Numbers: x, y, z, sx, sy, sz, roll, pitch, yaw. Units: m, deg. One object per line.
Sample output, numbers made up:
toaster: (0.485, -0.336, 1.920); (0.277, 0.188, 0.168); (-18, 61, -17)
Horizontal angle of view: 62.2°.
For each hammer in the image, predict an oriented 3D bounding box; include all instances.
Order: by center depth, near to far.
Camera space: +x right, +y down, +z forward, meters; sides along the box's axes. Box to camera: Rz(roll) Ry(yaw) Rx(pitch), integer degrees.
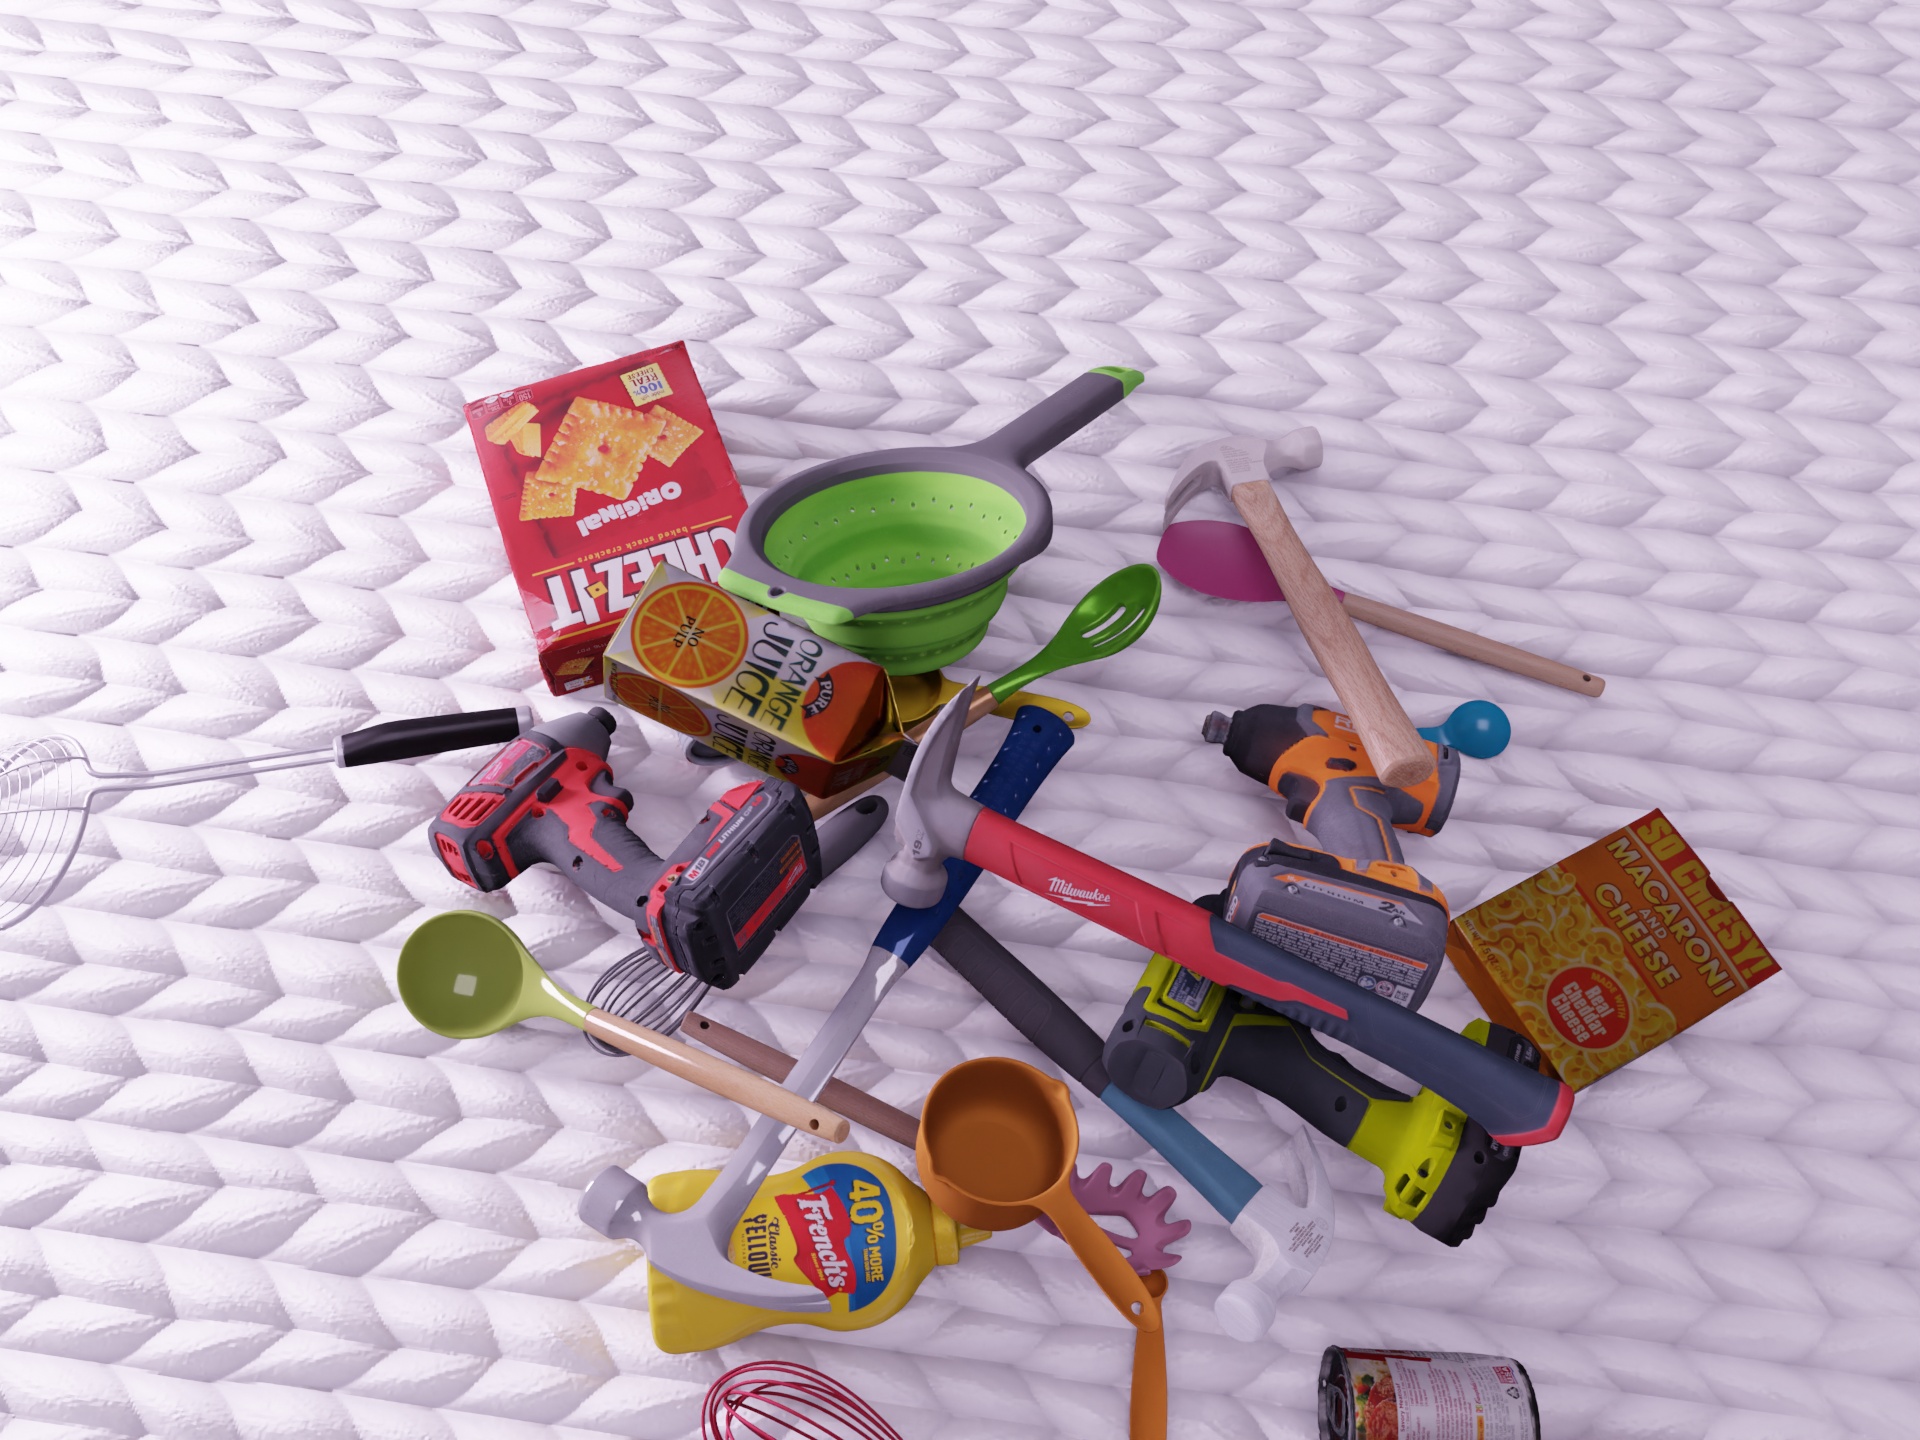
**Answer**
hammer: (0.144, 0.111, 0.854); (0.386, 0.143, 0.038); (25, 29, 13)
hammer: (-0.042, 0.150, 0.927); (0.144, 0.035, 0.406); (25, 60, 19)
hammer: (0.080, 0.205, 0.938); (0.331, 0.033, 0.128); (40, 42, 22)
hammer: (0.228, -0.083, 1.054); (0.130, 0.031, 0.332); (-11, 47, -6)

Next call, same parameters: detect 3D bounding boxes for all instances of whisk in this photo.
whisk: (-0.003, 0.423, 0.837); (0.296, 0.073, 0.073); (26, 66, 4)
whisk: (-0.135, 0.121, 0.987); (0.239, 0.055, 0.055); (-39, 71, -23)

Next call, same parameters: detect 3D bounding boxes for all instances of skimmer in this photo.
skimmer: (-0.458, 0.046, 1.019); (0.363, 0.090, 0.127); (-10, 57, -18)

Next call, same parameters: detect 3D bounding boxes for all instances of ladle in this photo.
ladle: (-0.195, 0.176, 0.884); (0.320, 0.062, 0.078); (14, 94, 34)

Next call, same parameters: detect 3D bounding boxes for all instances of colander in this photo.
colander: (0.010, -0.135, 1.093); (0.205, 0.094, 0.397); (20, 43, 33)

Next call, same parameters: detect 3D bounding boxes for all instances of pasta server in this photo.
pasta server: (-0.019, 0.239, 0.923); (0.316, 0.040, 0.060); (25, 50, 5)

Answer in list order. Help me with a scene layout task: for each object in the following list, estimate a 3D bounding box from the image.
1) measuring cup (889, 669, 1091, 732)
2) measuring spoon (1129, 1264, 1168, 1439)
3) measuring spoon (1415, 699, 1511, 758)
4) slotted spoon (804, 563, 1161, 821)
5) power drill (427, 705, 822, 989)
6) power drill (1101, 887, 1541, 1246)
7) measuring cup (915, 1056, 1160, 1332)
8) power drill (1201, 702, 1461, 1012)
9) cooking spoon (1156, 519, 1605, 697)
measuring cup: (0.009, -0.010, 1.064); (0.156, 0.029, 0.062); (11, 64, 0)
measuring spoon: (0.106, 0.367, 0.893); (0.021, 0.011, 0.117); (4, 67, 1)
measuring spoon: (0.309, 0.010, 1.066); (0.128, 0.021, 0.042); (-9, 65, -6)
slotted spoon: (-0.002, -0.003, 1.022); (0.314, 0.031, 0.070); (-32, 34, 0)
power drill: (-0.201, 0.065, 0.969); (0.220, 0.078, 0.143); (18, 49, 26)
power drill: (0.212, 0.190, 0.930); (0.223, 0.080, 0.171); (27, 39, 12)
measuring cup: (0.044, 0.266, 0.864); (0.095, 0.052, 0.174); (-27, 62, -29)
power drill: (0.217, 0.068, 0.966); (0.164, 0.084, 0.227); (17, 35, 7)
cooking spoon: (0.291, -0.074, 1.109); (0.319, 0.017, 0.069); (19, 59, 8)
